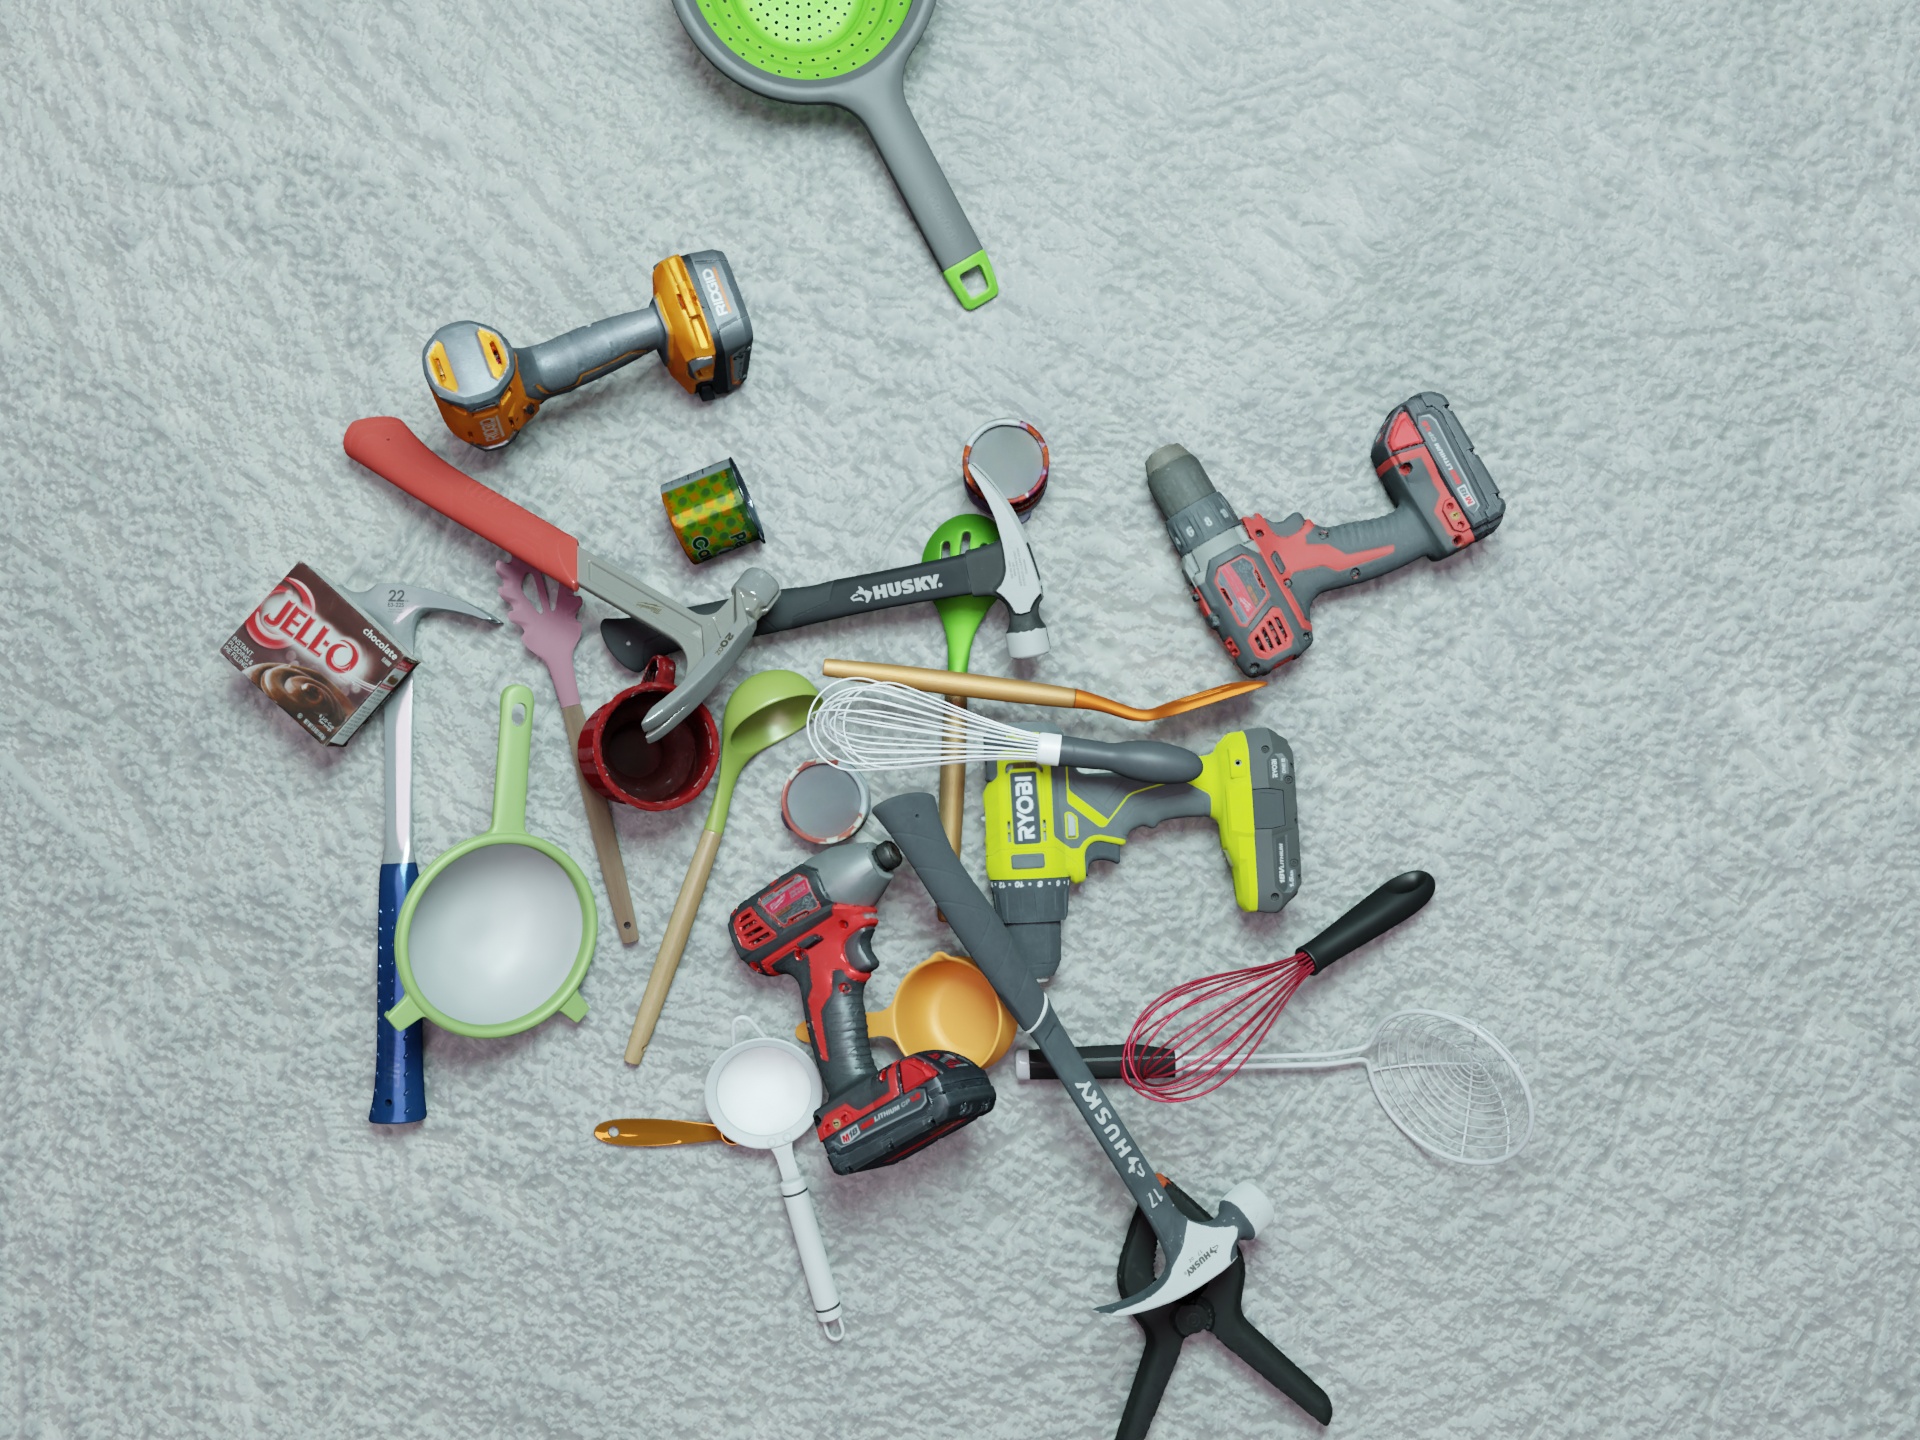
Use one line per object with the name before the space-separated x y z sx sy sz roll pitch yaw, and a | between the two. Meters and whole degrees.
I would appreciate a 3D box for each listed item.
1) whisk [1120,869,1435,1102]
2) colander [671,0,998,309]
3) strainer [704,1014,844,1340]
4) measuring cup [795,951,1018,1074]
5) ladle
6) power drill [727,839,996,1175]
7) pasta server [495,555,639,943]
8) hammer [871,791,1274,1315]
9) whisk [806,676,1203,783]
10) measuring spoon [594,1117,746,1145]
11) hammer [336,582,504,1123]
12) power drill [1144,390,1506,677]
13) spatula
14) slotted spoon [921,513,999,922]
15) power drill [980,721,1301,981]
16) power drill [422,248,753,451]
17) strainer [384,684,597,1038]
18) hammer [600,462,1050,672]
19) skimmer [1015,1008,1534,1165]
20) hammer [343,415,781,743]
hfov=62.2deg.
whisk | 0.234 0.183 1.143 0.296 0.073 0.073 -28 86 -23
colander | -0.082 -0.499 1.222 0.204 0.094 0.397 -30 104 -1
strainer | -0.128 0.338 1.183 0.087 0.050 0.258 -15 92 -1
measuring cup | -0.038 0.224 1.190 0.173 0.052 0.095 -11 80 25
ladle | -0.184 0.112 1.191 0.062 0.078 0.320 21 92 26
power drill | -0.069 0.198 1.138 0.143 0.078 0.220 -34 69 19
pasta server | -0.289 0.015 1.207 0.060 0.040 0.316 -14 87 -11
hammer | 0.059 0.226 1.120 0.149 0.036 0.409 -33 89 -27
whisk | 0.031 0.017 1.133 0.284 0.070 0.070 8 87 3
measuring spoon | -0.219 0.310 1.202 0.117 0.011 0.021 -1 88 4
hammer | -0.420 0.097 1.204 0.144 0.035 0.405 -2 86 1
power drill | 0.266 -0.161 1.193 0.226 0.080 0.188 -29 86 2
spatula | 0.061 -0.028 1.170 0.322 0.081 0.041 7 91 -4
slotted spoon | -0.002 -0.004 1.210 0.070 0.031 0.314 3 88 7
power drill | 0.130 0.093 1.177 0.228 0.080 0.190 -3 85 4
power drill | -0.275 -0.262 1.178 0.226 0.164 0.084 -20 86 -13
strainer | -0.345 0.101 1.170 0.151 0.069 0.256 5 89 -38
hammer | -0.108 -0.093 1.186 0.335 0.035 0.146 -10 100 9
skimmer | 0.222 0.267 1.156 0.363 0.090 0.127 -1 118 3
hammer | -0.316 -0.124 1.165 0.359 0.036 0.149 29 64 15
